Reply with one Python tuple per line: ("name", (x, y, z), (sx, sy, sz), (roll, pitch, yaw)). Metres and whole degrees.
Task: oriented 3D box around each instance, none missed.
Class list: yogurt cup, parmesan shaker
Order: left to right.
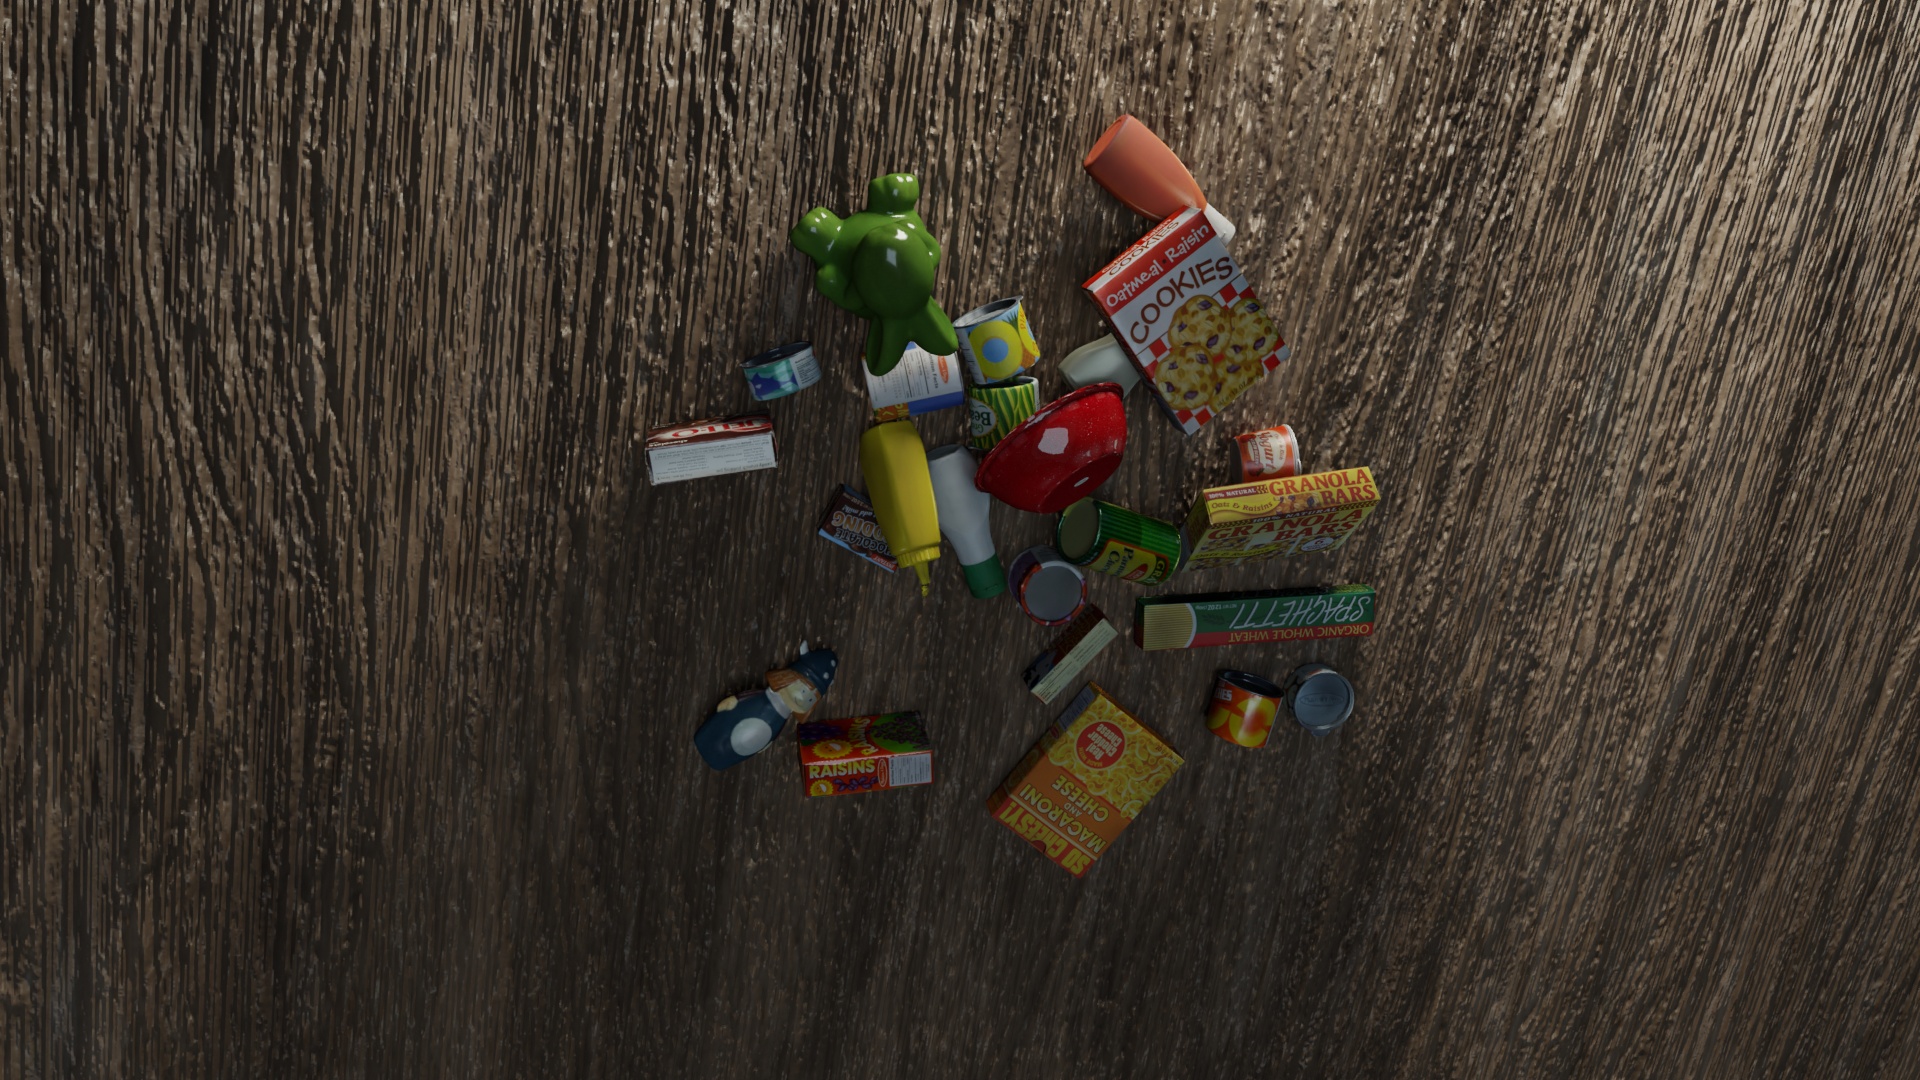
("parmesan shaker", (0.148, 0.002, 1.322), (0.103, 0.071, 0.071), (15, 103, -33))
("yogurt cup", (0.293, -0.076, 1.344), (0.054, 0.072, 0.072), (-6, 107, -1))

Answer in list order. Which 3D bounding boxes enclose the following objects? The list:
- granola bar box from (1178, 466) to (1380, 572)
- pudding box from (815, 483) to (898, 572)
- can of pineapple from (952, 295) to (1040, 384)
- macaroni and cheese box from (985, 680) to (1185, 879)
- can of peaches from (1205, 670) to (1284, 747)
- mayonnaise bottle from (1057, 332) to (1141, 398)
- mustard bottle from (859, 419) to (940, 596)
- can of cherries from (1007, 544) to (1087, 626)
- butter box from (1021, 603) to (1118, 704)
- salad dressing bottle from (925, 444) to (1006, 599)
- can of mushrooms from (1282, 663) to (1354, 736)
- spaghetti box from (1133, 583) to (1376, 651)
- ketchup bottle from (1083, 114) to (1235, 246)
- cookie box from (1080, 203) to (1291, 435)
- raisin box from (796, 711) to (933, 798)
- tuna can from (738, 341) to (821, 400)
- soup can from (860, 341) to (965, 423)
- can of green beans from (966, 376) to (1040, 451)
("granola bar box", (0.299, -0.020, 1.332), (0.166, 0.123, 0.039), (-8, 68, -9))
("pudding box", (-0.088, -0.011, 1.305), (0.083, 0.030, 0.049), (29, 98, -17))
("can of pineapple", (0.034, -0.182, 1.263), (0.071, 0.071, 0.057), (-24, 109, -3))
("macaroni and cheese box", (0.126, 0.245, 1.410), (0.123, 0.040, 0.166), (39, 95, -17))
("can of peaches", (0.285, 0.170, 1.408), (0.071, 0.071, 0.058), (12, 104, -14))
("mayonnaise bottle", (0.166, -0.182, 1.302), (0.148, 0.041, 0.064), (-38, 110, -1))
("mustard bottle", (-0.049, -0.027, 1.266), (0.049, 0.065, 0.160), (-13, 88, -28))
("can of cherries", (0.083, 0.046, 1.339), (0.071, 0.058, 0.071), (-3, 105, -10))
("butter box", (0.107, 0.111, 1.364), (0.103, 0.053, 0.024), (-45, 106, 3))
("salad dressing bottle", (0.005, -0.016, 1.315), (0.064, 0.044, 0.147), (-22, 109, -9))
("can of mushrooms", (0.369, 0.165, 1.439), (0.071, 0.033, 0.070), (-3, 105, -11))
("spaghetti box", (0.300, 0.077, 1.404), (0.250, 0.029, 0.050), (-3, 106, -10))
("ketchup bottle", (0.186, -0.318, 1.267), (0.148, 0.043, 0.064), (36, 97, -18))
("cookie box", (0.205, -0.200, 1.263), (0.123, 0.040, 0.167), (-38, 111, -1))
("raisin box", (-0.093, 0.204, 1.333), (0.123, 0.086, 0.040), (-4, 111, -10))
("tuna can", (-0.161, -0.150, 1.236), (0.071, 0.071, 0.032), (-19, 109, -5))
("soup can", (-0.043, -0.146, 1.259), (0.084, 0.071, 0.071), (-13, 107, -3))
("can of green beans", (0.041, -0.118, 1.282), (0.071, 0.071, 0.057), (-8, 106, -9))
